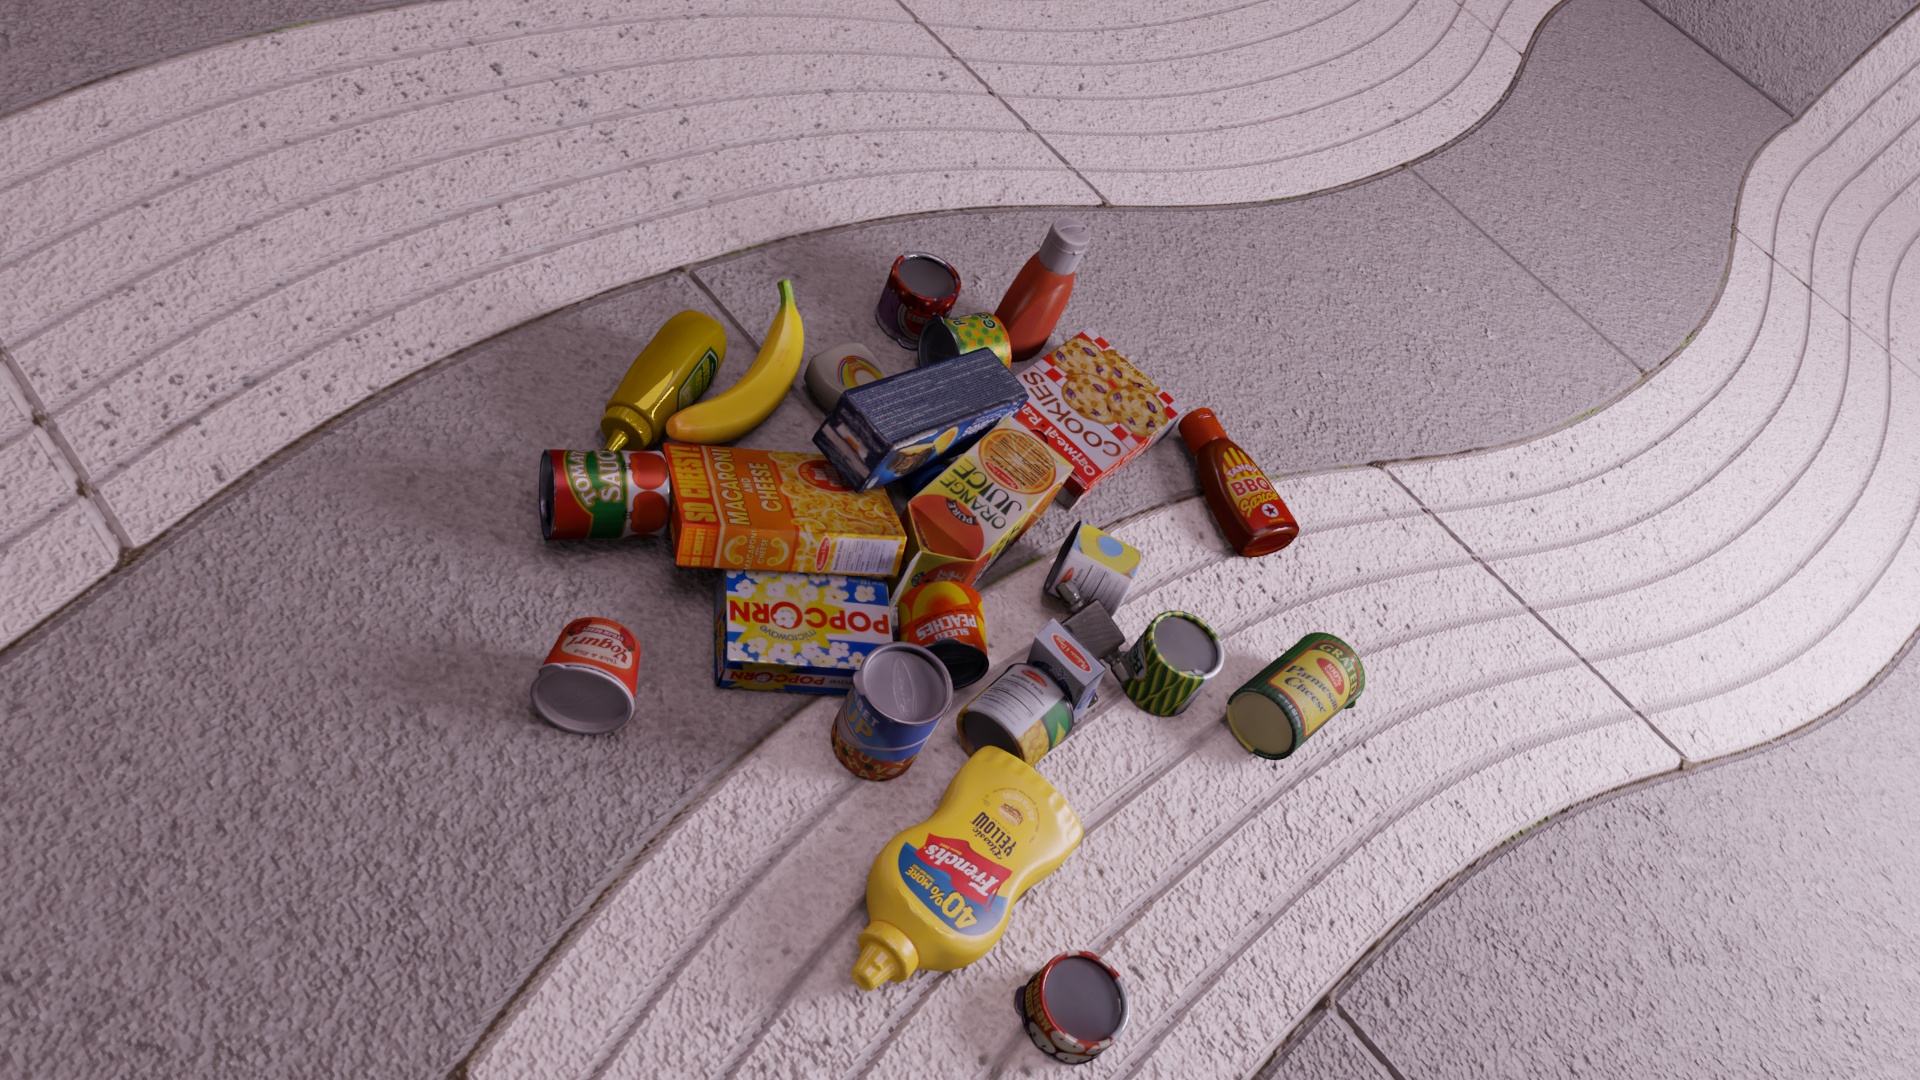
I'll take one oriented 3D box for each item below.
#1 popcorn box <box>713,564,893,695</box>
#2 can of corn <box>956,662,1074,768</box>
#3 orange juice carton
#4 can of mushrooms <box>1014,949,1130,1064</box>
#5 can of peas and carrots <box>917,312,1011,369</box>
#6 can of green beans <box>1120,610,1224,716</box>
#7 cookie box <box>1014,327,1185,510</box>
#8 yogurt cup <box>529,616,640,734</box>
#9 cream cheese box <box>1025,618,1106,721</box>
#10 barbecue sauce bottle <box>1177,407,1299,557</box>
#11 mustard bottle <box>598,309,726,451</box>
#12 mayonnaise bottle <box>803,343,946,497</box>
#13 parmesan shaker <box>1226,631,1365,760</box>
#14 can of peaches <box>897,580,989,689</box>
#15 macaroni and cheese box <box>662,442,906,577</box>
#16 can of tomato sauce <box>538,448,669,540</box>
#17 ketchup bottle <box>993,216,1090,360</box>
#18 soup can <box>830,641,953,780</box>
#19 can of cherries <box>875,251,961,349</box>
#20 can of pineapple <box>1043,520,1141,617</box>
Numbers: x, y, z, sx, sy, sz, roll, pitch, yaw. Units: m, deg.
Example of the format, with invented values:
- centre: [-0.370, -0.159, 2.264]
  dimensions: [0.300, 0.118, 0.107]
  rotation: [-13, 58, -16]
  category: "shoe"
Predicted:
- centre: [-0.114, 0.067, 1.017]
  dimensions: [0.127, 0.038, 0.085]
  rotation: [6, 51, -19]
  category: "popcorn box"
- centre: [0.040, 0.134, 1.014]
  dimensions: [0.071, 0.070, 0.058]
  rotation: [43, 53, 13]
  category: "can of corn"
- centre: [0.004, -0.014, 1.111]
  dimensions: [0.073, 0.071, 0.194]
  rotation: [39, 48, 8]
  category: "orange juice carton"
- centre: [0.074, 0.305, 0.912]
  dimensions: [0.071, 0.033, 0.071]
  rotation: [12, 50, -15]
  category: "can of mushrooms"
- centre: [0.003, -0.170, 1.239]
  dimensions: [0.059, 0.070, 0.071]
  rotation: [-15, 61, -33]
  category: "can of peas and carrots"
- centre: [0.167, 0.097, 1.104]
  dimensions: [0.071, 0.057, 0.071]
  rotation: [12, 49, -15]
  category: "can of green beans"
- centre: [0.109, -0.114, 1.260]
  dimensions: [0.123, 0.040, 0.168]
  rotation: [43, 49, 12]
  category: "cookie box"
- centre: [-0.246, 0.088, 0.926]
  dimensions: [0.072, 0.072, 0.054]
  rotation: [17, 41, -11]
  category: "yogurt cup"
- centre: [0.074, 0.100, 1.030]
  dimensions: [0.024, 0.103, 0.053]
  rotation: [-39, 73, -20]
  category: "cream cheese box"
- centre: [0.248, -0.055, 1.273]
  dimensions: [0.065, 0.043, 0.149]
  rotation: [-9, 57, -28]
  category: "barbecue sauce bottle"
- centre: [-0.240, -0.114, 1.094]
  dimensions: [0.049, 0.065, 0.161]
  rotation: [23, 52, 7]
  category: "mustard bottle"
- centre: [-0.068, -0.101, 1.171]
  dimensions: [0.065, 0.041, 0.148]
  rotation: [-23, 65, -39]
  category: "mayonnaise bottle"
- centre: [0.273, 0.128, 1.122]
  dimensions: [0.103, 0.071, 0.071]
  rotation: [-29, 69, -38]
  category: "parmesan shaker"
- centre: [-0.013, 0.070, 1.038]
  dimensions: [0.071, 0.071, 0.058]
  rotation: [9, 49, -17]
  category: "can of peaches"
- centre: [-0.138, -0.023, 1.053]
  dimensions: [0.167, 0.040, 0.124]
  rotation: [3, 31, -21]
  category: "macaroni and cheese box"
- centre: [-0.260, -0.035, 1.013]
  dimensions: [0.083, 0.070, 0.071]
  rotation: [-1, 54, -25]
  category: "can of tomato sauce"
- centre: [0.073, -0.228, 1.264]
  dimensions: [0.065, 0.148, 0.043]
  rotation: [-16, 63, -33]
  category: "ketchup bottle"
- centre: [-0.052, 0.120, 0.971]
  dimensions: [0.071, 0.083, 0.072]
  rotation: [12, 49, -15]
  category: "soup can"
- centre: [-0.038, -0.219, 1.268]
  dimensions: [0.071, 0.058, 0.072]
  rotation: [12, 49, -15]
  category: "can of cherries"
- centre: [0.108, 0.024, 1.132]
  dimensions: [0.058, 0.070, 0.071]
  rotation: [27, 47, -2]
  category: "can of pineapple"
